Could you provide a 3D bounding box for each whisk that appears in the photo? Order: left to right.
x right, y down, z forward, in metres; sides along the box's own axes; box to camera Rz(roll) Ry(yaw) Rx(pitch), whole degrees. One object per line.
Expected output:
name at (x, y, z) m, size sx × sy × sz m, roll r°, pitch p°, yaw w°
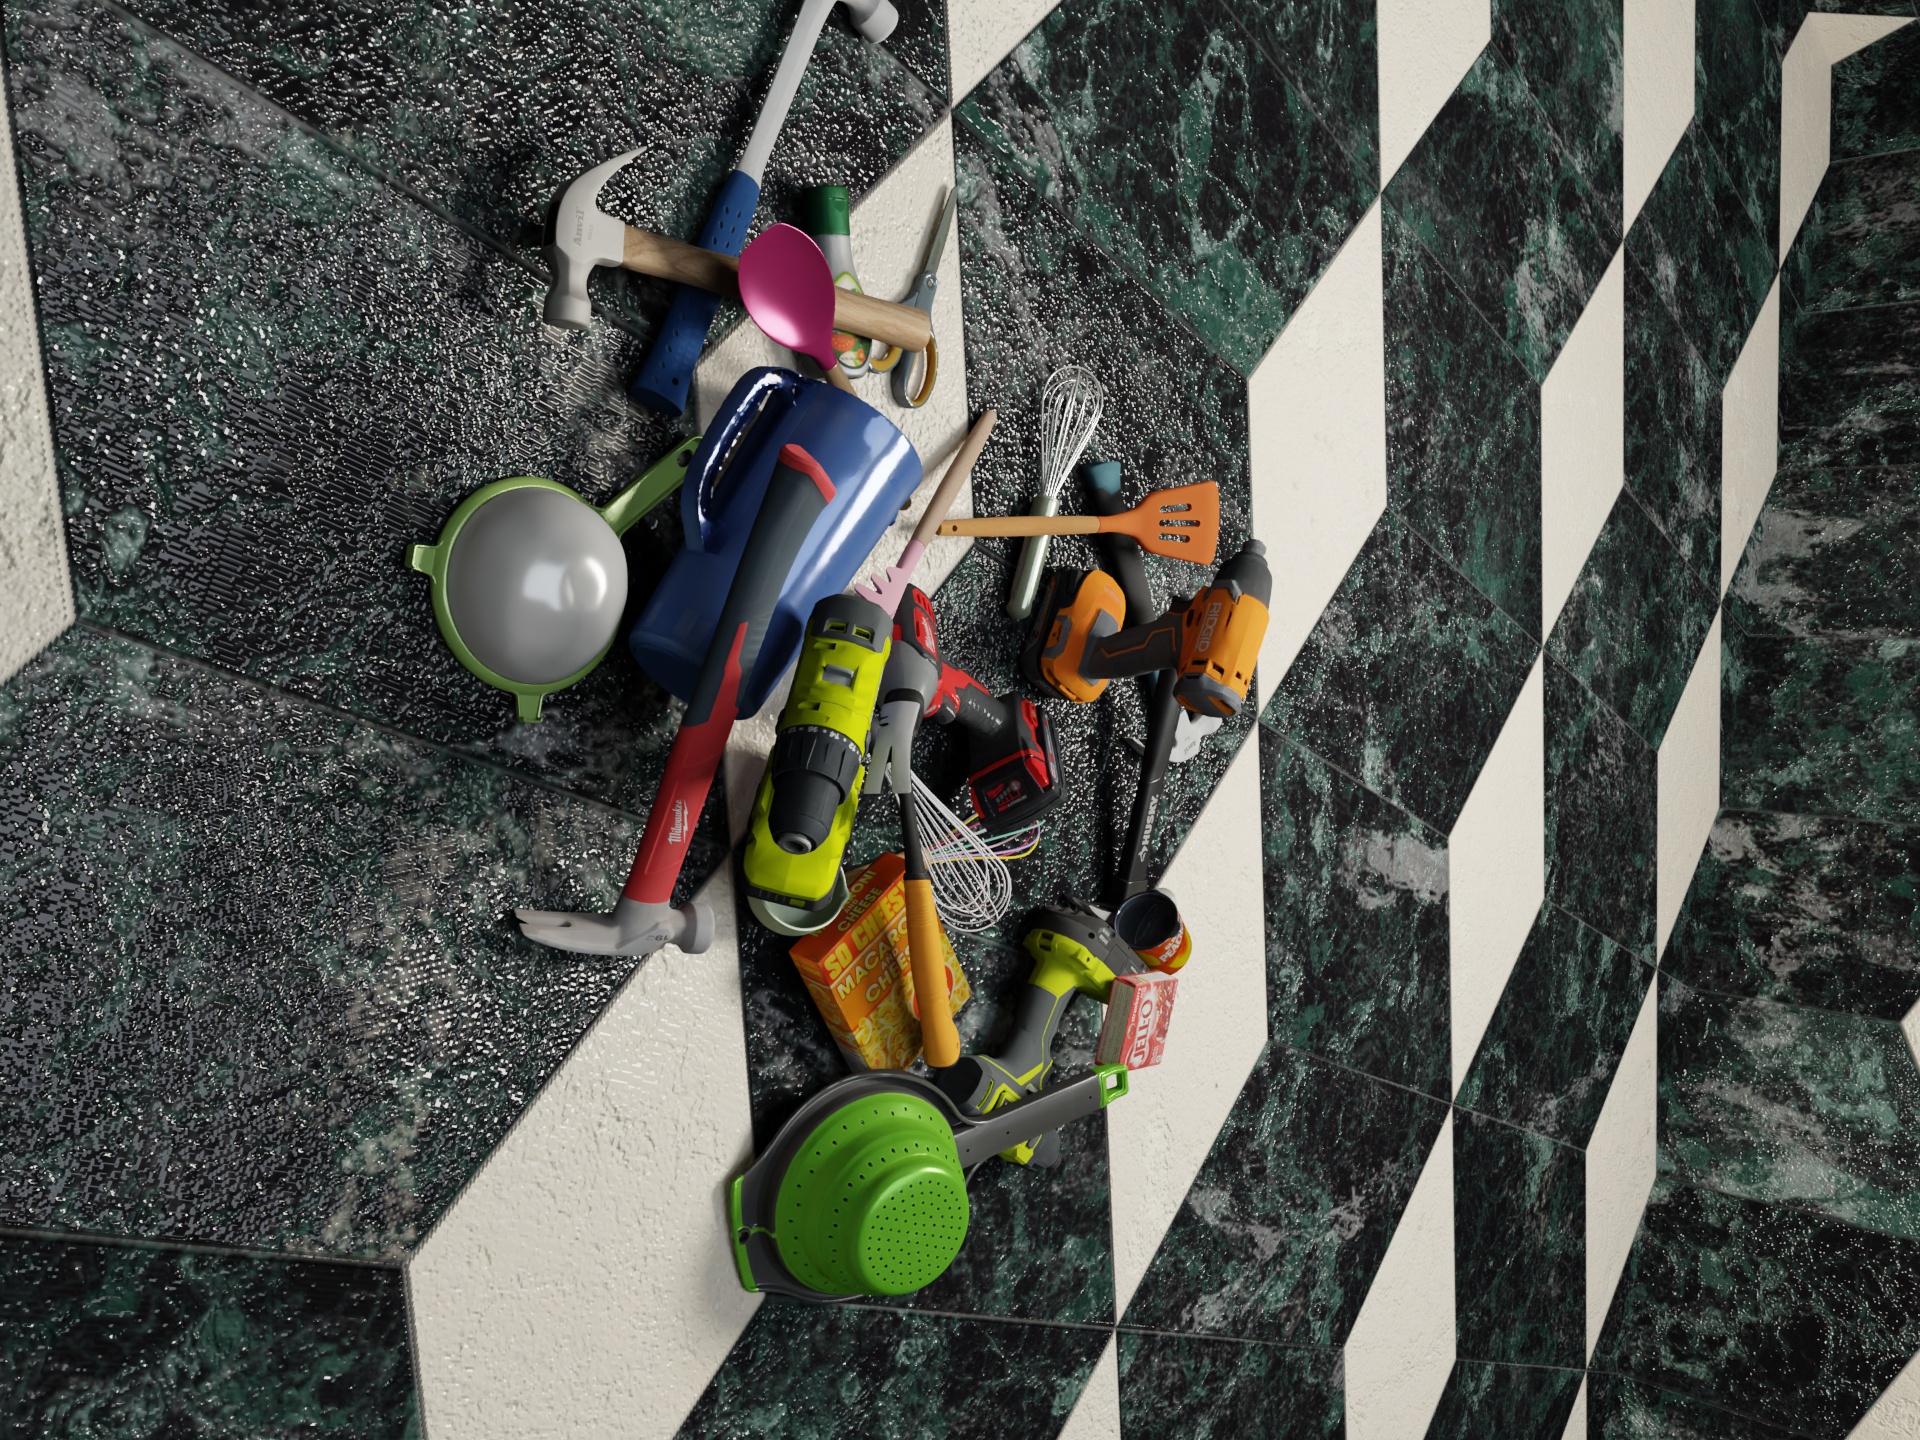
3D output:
whisk at (-0.044, 0.055, 1.320) m, size 0.070 × 0.070 × 0.284 m, roll -42°, pitch 107°, yaw -36°
whisk at (-0.014, 0.118, 1.393) m, size 0.245 × 0.051 × 0.047 m, roll -16°, pitch 110°, yaw -42°
whisk at (0.081, -0.211, 1.470) m, size 0.059 × 0.058 × 0.246 m, roll 16°, pitch 83°, yaw -11°

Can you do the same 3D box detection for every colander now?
colander at (0.007, 0.377, 1.330) m, size 0.397 × 0.095 × 0.204 m, roll -15°, pitch 109°, yaw -31°

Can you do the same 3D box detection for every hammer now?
hammer at (-0.183, -0.006, 1.076) m, size 0.143 × 0.038 × 0.386 m, roll 9°, pitch 114°, yaw -34°
hammer at (-0.163, -0.419, 1.198) m, size 0.143 × 0.035 × 0.406 m, roll 32°, pitch 70°, yaw -43°
hammer at (-0.151, -0.323, 1.166) m, size 0.331 × 0.031 × 0.130 m, roll 3°, pitch 91°, yaw -43°
hammer at (-0.032, 0.148, 1.249) m, size 0.127 × 0.034 × 0.336 m, roll -82°, pitch 168°, yaw -58°
hammer at (0.181, -0.106, 1.587) m, size 0.128 × 0.033 × 0.330 m, roll -38°, pitch 119°, yaw -39°
hammer at (0.187, 0.043, 1.558) m, size 0.146 × 0.035 × 0.334 m, roll 0°, pitch 105°, yaw -45°

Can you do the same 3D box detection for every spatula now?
spatula at (0.111, -0.178, 1.446) m, size 0.322 × 0.041 × 0.081 m, roll -7°, pitch 104°, yaw -38°

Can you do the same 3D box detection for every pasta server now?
pasta server at (-0.034, -0.166, 1.326) m, size 0.040 × 0.060 × 0.316 m, roll 28°, pitch 51°, yaw -2°

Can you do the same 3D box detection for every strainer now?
strainer at (-0.246, -0.125, 1.109) m, size 0.256 × 0.069 × 0.151 m, roll -48°, pitch 125°, yaw -31°

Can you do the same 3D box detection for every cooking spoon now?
cooking spoon at (-0.093, -0.258, 1.222) m, size 0.069 × 0.017 × 0.318 m, roll -41°, pitch 147°, yaw -6°

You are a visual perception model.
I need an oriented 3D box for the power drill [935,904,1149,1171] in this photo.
power drill at (0.082, 0.302, 1.487) m, size 0.171 × 0.080 × 0.223 m, roll 48°, pitch 64°, yaw -38°

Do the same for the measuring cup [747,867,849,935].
measuring cup at (-0.129, 0.093, 1.277) m, size 0.083 × 0.038 × 0.168 m, roll 18°, pitch 60°, yaw -23°

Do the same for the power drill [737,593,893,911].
power drill at (-0.108, 0.045, 1.143) m, size 0.080 × 0.228 × 0.191 m, roll 14°, pitch 57°, yaw -4°

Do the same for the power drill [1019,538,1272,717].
power drill at (0.177, -0.089, 1.441) m, size 0.084 × 0.226 × 0.164 m, roll 36°, pitch 67°, yaw -42°

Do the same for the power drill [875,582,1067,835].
power drill at (-0.002, -0.004, 1.336) m, size 0.219 × 0.078 × 0.143 m, roll 44°, pitch 27°, yaw -38°
